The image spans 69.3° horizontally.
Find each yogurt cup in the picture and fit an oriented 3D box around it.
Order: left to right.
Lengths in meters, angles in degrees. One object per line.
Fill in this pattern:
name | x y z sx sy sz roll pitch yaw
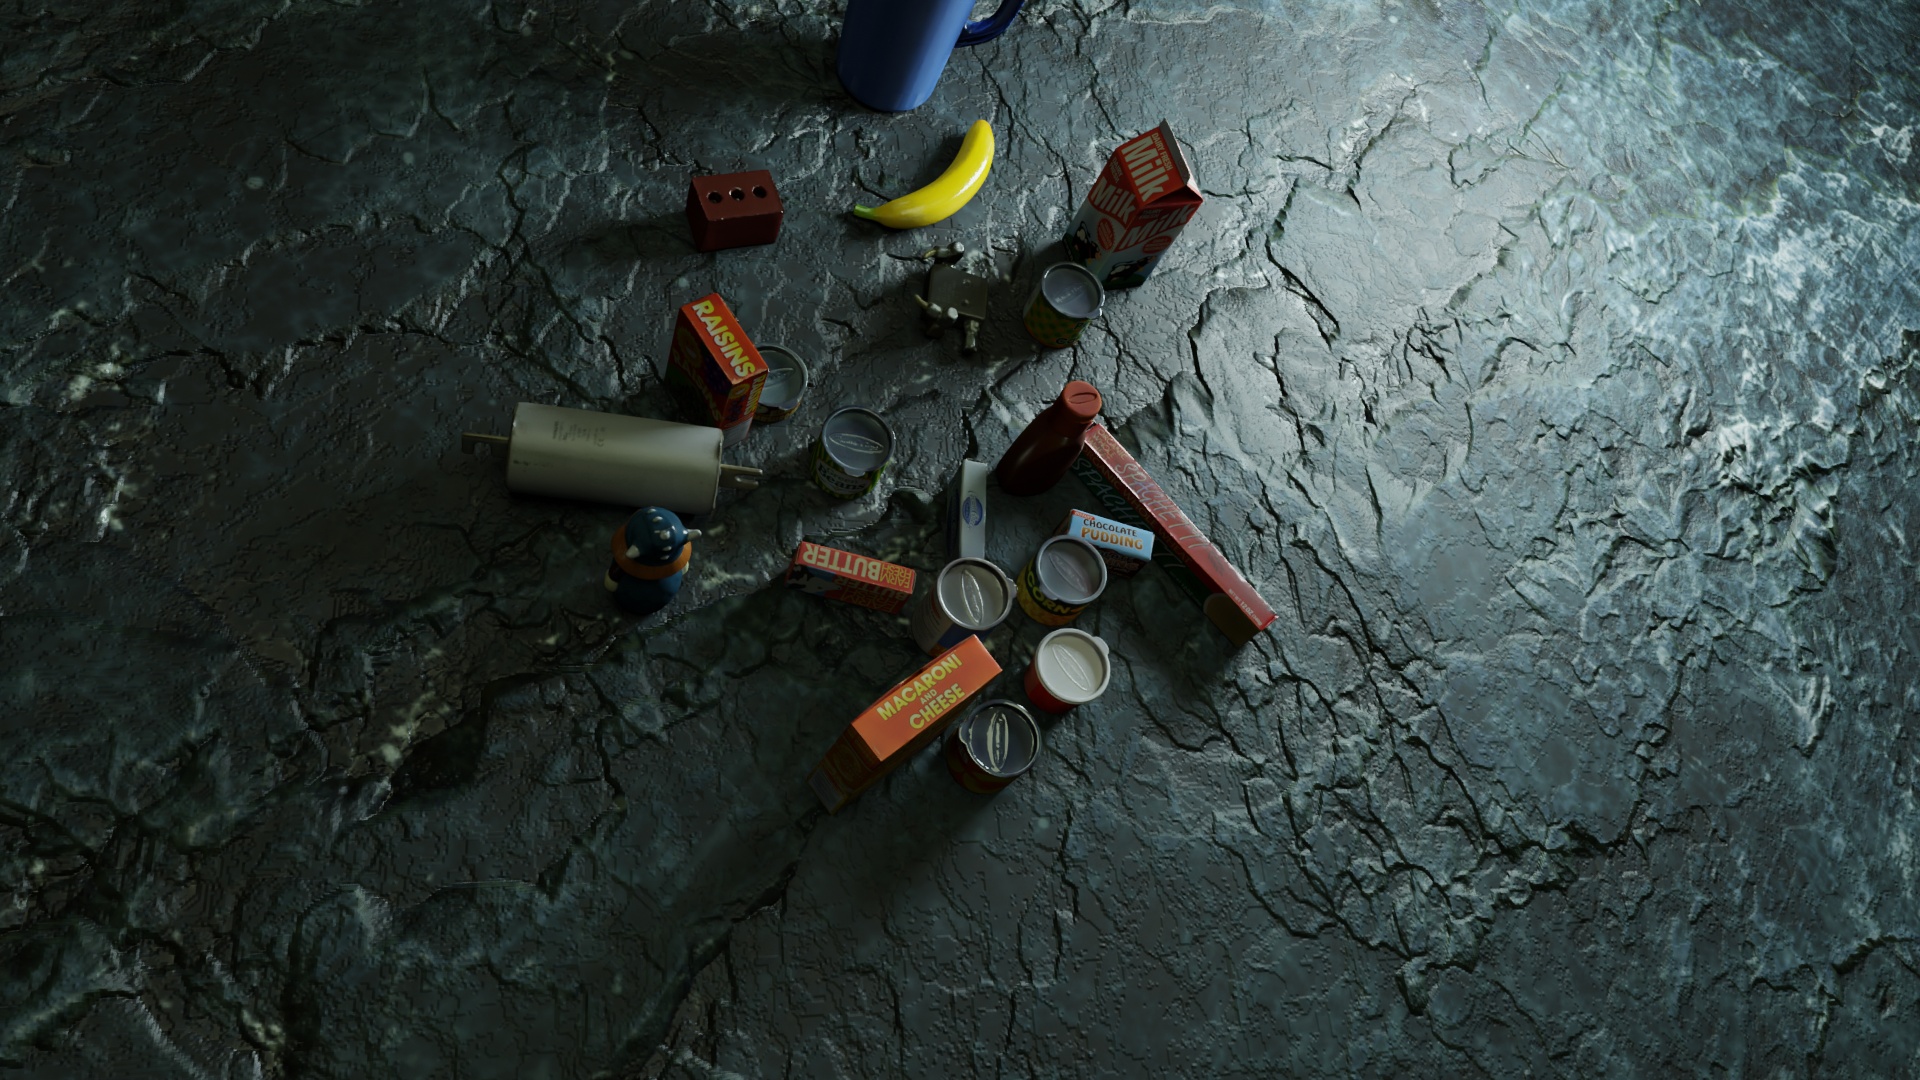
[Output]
yogurt cup | 0.089 0.117 1.206 0.072 0.053 0.072 7 64 -15

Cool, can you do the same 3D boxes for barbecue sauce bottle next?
barbecue sauce bottle | 0.083 -0.091 1.249 0.065 0.148 0.044 -11 70 -23

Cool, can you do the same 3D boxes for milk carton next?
milk carton | 0.175 -0.328 1.369 0.073 0.189 0.072 -11 70 -23

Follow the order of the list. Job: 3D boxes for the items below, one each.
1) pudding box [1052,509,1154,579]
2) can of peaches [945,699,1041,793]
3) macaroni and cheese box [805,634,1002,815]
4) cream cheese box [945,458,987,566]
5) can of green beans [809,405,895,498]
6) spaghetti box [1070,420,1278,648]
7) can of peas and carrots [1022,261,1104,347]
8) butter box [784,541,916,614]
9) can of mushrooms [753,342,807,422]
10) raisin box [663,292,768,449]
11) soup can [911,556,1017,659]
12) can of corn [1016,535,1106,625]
pudding box | 0.130 0.003 1.276 0.084 0.049 0.030 17 62 -10
can of peaches | 0.024 0.172 1.155 0.071 0.057 0.071 7 64 -15
macaroni and cheese box | -0.048 0.145 1.082 0.124 0.165 0.040 -34 80 -28
cream cheese box | 0.004 -0.016 1.242 0.024 0.053 0.104 9 63 -14
can of green beans | -0.097 -0.078 1.235 0.071 0.057 0.071 7 64 -15
spaghetti box | 0.193 -0.006 1.301 0.029 0.050 0.250 -38 81 -29
can of peas and carrots | 0.103 -0.231 1.375 0.071 0.058 0.071 7 64 -15
butter box | -0.094 0.033 1.186 0.103 0.053 0.024 15 62 -11
can of mushrooms | -0.172 -0.140 1.254 0.071 0.033 0.071 7 63 -15
raisin box | -0.210 -0.142 1.191 0.040 0.123 0.086 -28 77 -27
soup can | 0.003 0.060 1.187 0.071 0.083 0.071 7 64 -15
can of corn | 0.087 0.038 1.240 0.071 0.058 0.071 7 64 -15
